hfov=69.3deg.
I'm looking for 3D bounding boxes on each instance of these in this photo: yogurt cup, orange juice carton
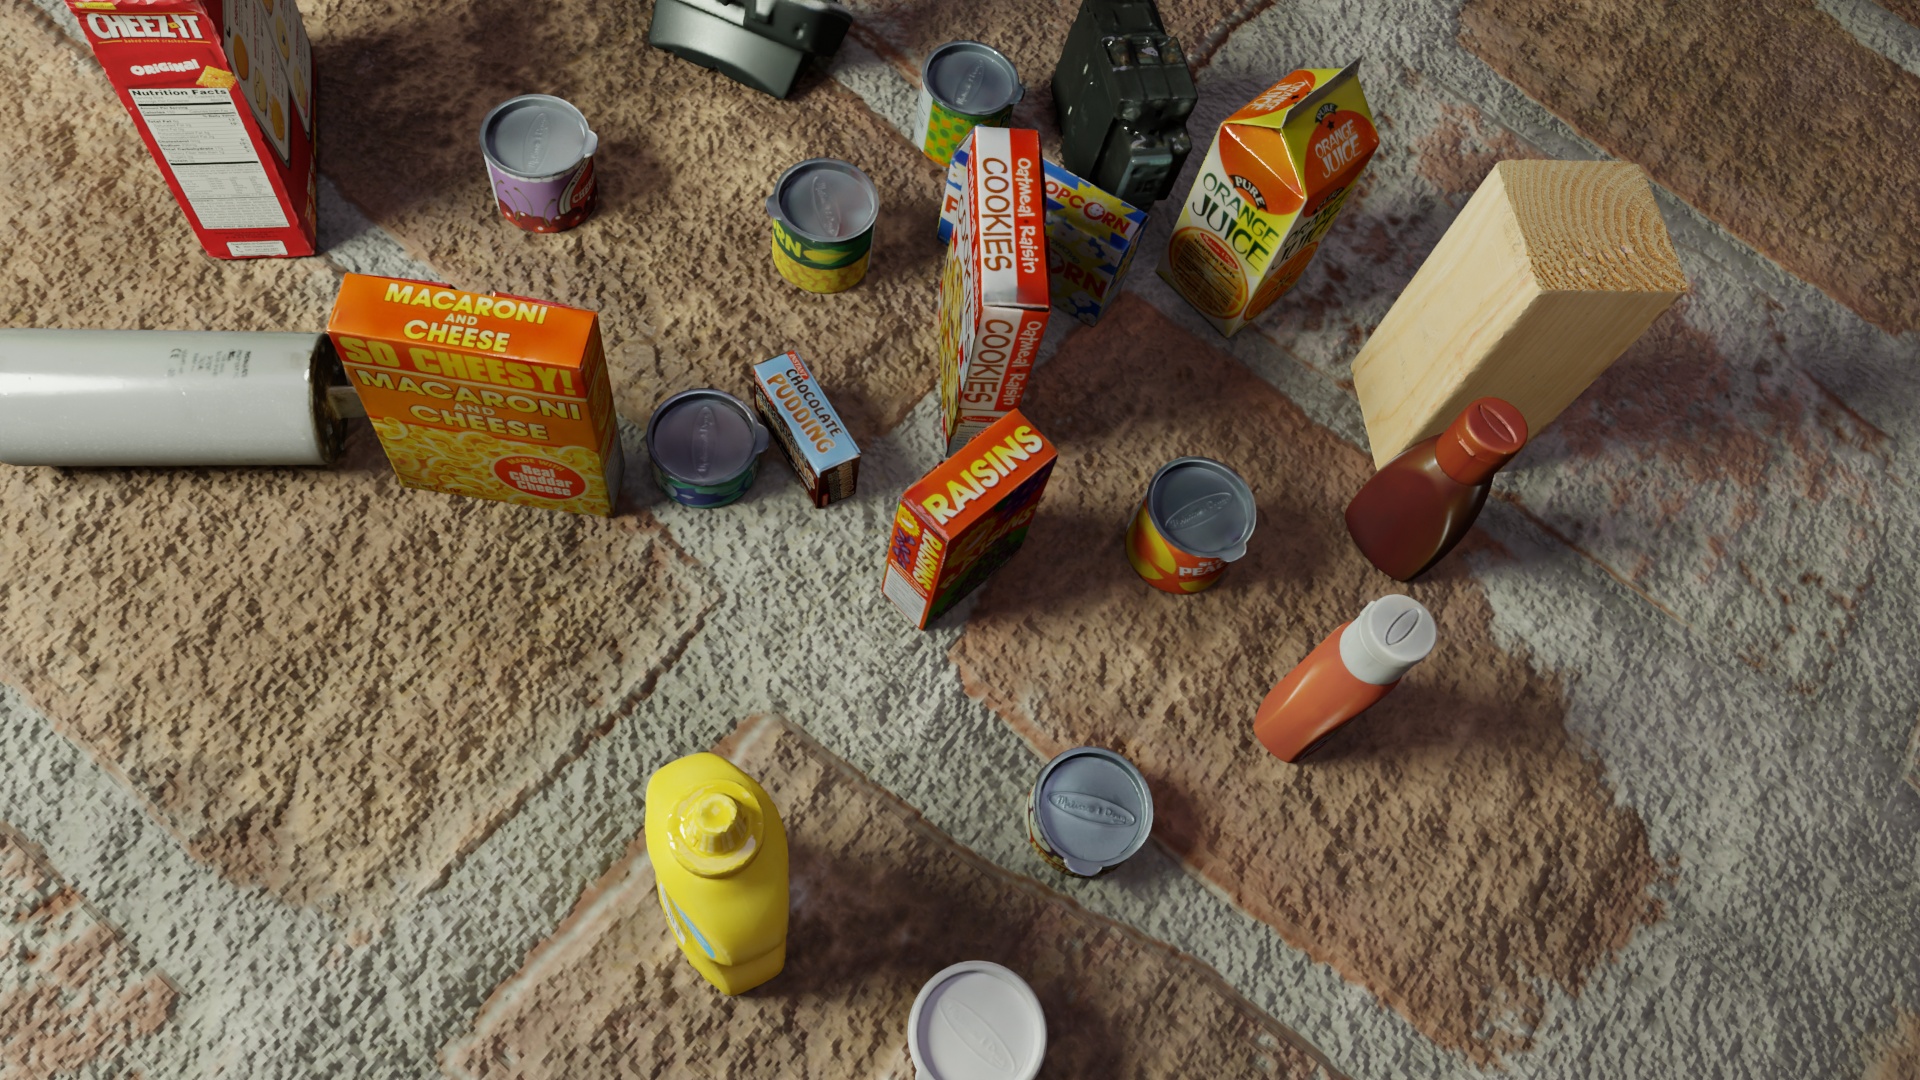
[{"bbox_3d":[0.005,0.248,0.692,0.072,0.053,0.072,3,64,-7],"label":"yogurt cup"},{"bbox_3d":[0.194,-0.219,0.870,0.072,0.191,0.073,-38,75,-22],"label":"orange juice carton"}]

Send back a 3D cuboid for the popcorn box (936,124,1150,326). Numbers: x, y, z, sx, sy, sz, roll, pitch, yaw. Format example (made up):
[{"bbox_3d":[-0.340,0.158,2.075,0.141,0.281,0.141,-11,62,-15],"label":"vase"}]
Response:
[{"bbox_3d":[0.050,-0.203,0.900,0.127,0.085,0.038,30,64,6],"label":"popcorn box"}]

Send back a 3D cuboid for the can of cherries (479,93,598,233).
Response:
[{"bbox_3d":[-0.264,-0.238,0.883,0.071,0.058,0.072,3,64,-7],"label":"can of cherries"}]

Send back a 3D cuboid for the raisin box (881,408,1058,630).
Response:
[{"bbox_3d":[0.003,-0.010,0.778,0.086,0.123,0.040,-38,76,-23],"label":"raisin box"}]

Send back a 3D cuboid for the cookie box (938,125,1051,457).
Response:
[{"bbox_3d":[0.018,-0.141,0.819,0.040,0.166,0.123,2,64,-8],"label":"cookie box"}]

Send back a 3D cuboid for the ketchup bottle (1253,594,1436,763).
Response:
[{"bbox_3d":[0.209,0.073,0.755,0.043,0.148,0.065,44,66,12],"label":"ketchup bottle"}]

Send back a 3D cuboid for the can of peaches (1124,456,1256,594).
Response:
[{"bbox_3d":[0.138,-0.006,0.833,0.071,0.057,0.071,3,64,-7],"label":"can of peaches"}]

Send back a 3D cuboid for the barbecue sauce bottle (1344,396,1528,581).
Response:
[{"bbox_3d":[0.280,-0.031,0.817,0.044,0.148,0.065,-30,72,-20],"label":"barbecue sauce bottle"}]

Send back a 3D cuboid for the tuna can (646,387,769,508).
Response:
[{"bbox_3d":[-0.150,-0.054,0.826,0.071,0.032,0.071,3,64,-7],"label":"tuna can"}]

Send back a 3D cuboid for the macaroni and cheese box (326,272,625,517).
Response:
[{"bbox_3d":[-0.252,-0.073,0.745,0.124,0.165,0.040,8,64,-5],"label":"macaroni and cheese box"}]

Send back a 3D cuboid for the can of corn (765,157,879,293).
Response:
[{"bbox_3d":[-0.090,-0.201,0.892,0.071,0.058,0.071,3,64,-7],"label":"can of corn"}]

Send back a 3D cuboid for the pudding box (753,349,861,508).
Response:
[{"bbox_3d":[-0.092,-0.067,0.832,0.030,0.049,0.084,-26,71,-19],"label":"pudding box"}]

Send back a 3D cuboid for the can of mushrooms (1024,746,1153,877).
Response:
[{"bbox_3d":[0.069,0.151,0.760,0.071,0.033,0.071,3,64,-7],"label":"can of mushrooms"}]

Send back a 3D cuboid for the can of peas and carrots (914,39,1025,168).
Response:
[{"bbox_3d":[0.006,-0.297,0.953,0.071,0.058,0.071,3,64,-7],"label":"can of peas and carrots"}]
